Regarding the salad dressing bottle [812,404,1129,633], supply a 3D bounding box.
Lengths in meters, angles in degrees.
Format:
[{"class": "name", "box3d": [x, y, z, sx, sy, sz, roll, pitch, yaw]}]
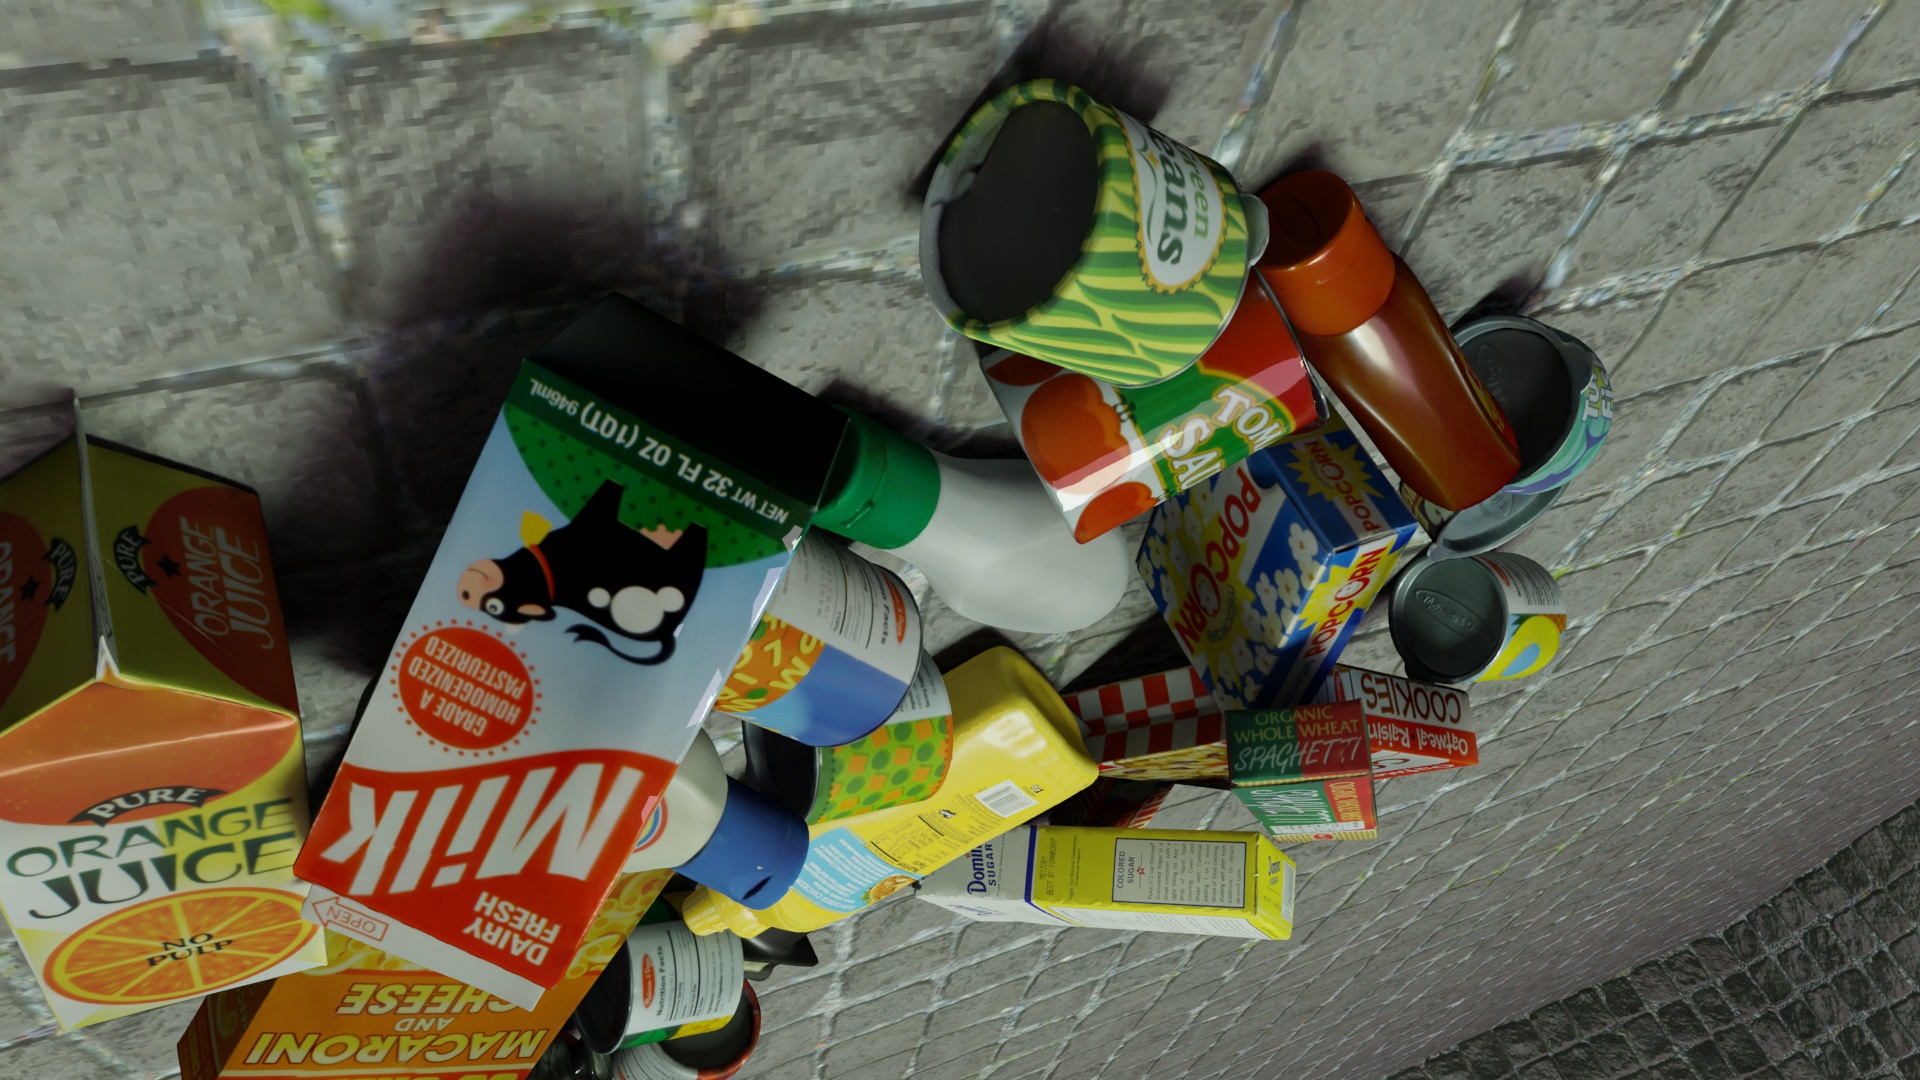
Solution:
[{"class": "salad dressing bottle", "box3d": [0.002, -0.006, 0.467, 0.064, 0.044, 0.147, -39, 145, 22]}]

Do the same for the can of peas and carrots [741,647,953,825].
[{"class": "can of peas and carrots", "box3d": [-0.044, 0.073, 0.527, 0.059, 0.071, 0.070, -5, 143, -31]}]

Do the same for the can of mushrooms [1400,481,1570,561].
[{"class": "can of mushrooms", "box3d": [0.230, -0.024, 0.616, 0.071, 0.033, 0.070, -19, 149, -12]}]

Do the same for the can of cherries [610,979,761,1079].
[{"class": "can of cherries", "box3d": [-0.144, 0.262, 0.739, 0.071, 0.072, 0.058, -2, 141, -34]}]

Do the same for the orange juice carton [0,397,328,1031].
[{"class": "orange juice carton", "box3d": [-0.215, 0.052, 0.367, 0.073, 0.072, 0.191, -9, 145, -27]}]

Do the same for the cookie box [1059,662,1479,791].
[{"class": "cookie box", "box3d": [0.148, 0.090, 0.663, 0.167, 0.040, 0.122, 14, 156, -40]}]

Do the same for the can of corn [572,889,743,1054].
[{"class": "can of corn", "box3d": [-0.143, 0.198, 0.644, 0.058, 0.071, 0.071, 4, 138, -40]}]

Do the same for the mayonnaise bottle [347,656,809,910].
[{"class": "mayonnaise bottle", "box3d": [-0.116, 0.075, 0.452, 0.148, 0.041, 0.064, 36, 114, -29]}]

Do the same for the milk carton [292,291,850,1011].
[{"class": "milk carton", "box3d": [-0.105, 0.041, 0.357, 0.072, 0.074, 0.190, 27, 109, -9]}]

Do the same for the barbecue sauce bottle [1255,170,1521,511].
[{"class": "barbecue sauce bottle", "box3d": [0.140, -0.065, 0.464, 0.043, 0.065, 0.148, -38, 138, 16]}]

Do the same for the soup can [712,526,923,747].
[{"class": "soup can", "box3d": [-0.063, 0.027, 0.445, 0.071, 0.071, 0.083, -35, 147, 14]}]

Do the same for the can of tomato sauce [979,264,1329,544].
[{"class": "can of tomato sauce", "box3d": [0.058, -0.044, 0.423, 0.083, 0.071, 0.071, -28, 149, 5]}]

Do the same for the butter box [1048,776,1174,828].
[{"class": "butter box", "box3d": [0.087, 0.135, 0.757, 0.053, 0.024, 0.103, -11, 146, -24]}]

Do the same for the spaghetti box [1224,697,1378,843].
[{"class": "spaghetti box", "box3d": [0.148, 0.103, 0.584, 0.050, 0.029, 0.249, -8, 162, 15]}]

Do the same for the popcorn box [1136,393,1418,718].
[{"class": "popcorn box", "box3d": [0.112, 0.003, 0.519, 0.038, 0.085, 0.126, -16, 147, -18]}]

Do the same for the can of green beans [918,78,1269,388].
[{"class": "can of green beans", "box3d": [0.032, -0.078, 0.359, 0.058, 0.071, 0.071, 11, 133, -44]}]

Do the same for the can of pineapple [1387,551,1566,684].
[{"class": "can of pineapple", "box3d": [0.258, 0.039, 0.698, 0.058, 0.071, 0.070, 3, 139, -39]}]

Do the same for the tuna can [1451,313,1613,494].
[{"class": "tuna can", "box3d": [0.211, -0.052, 0.526, 0.033, 0.071, 0.070, 5, 137, -43]}]

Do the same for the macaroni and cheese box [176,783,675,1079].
[{"class": "macaroni and cheese box", "box3d": [-0.189, 0.143, 0.511, 0.124, 0.040, 0.166, 19, 114, -44]}]
